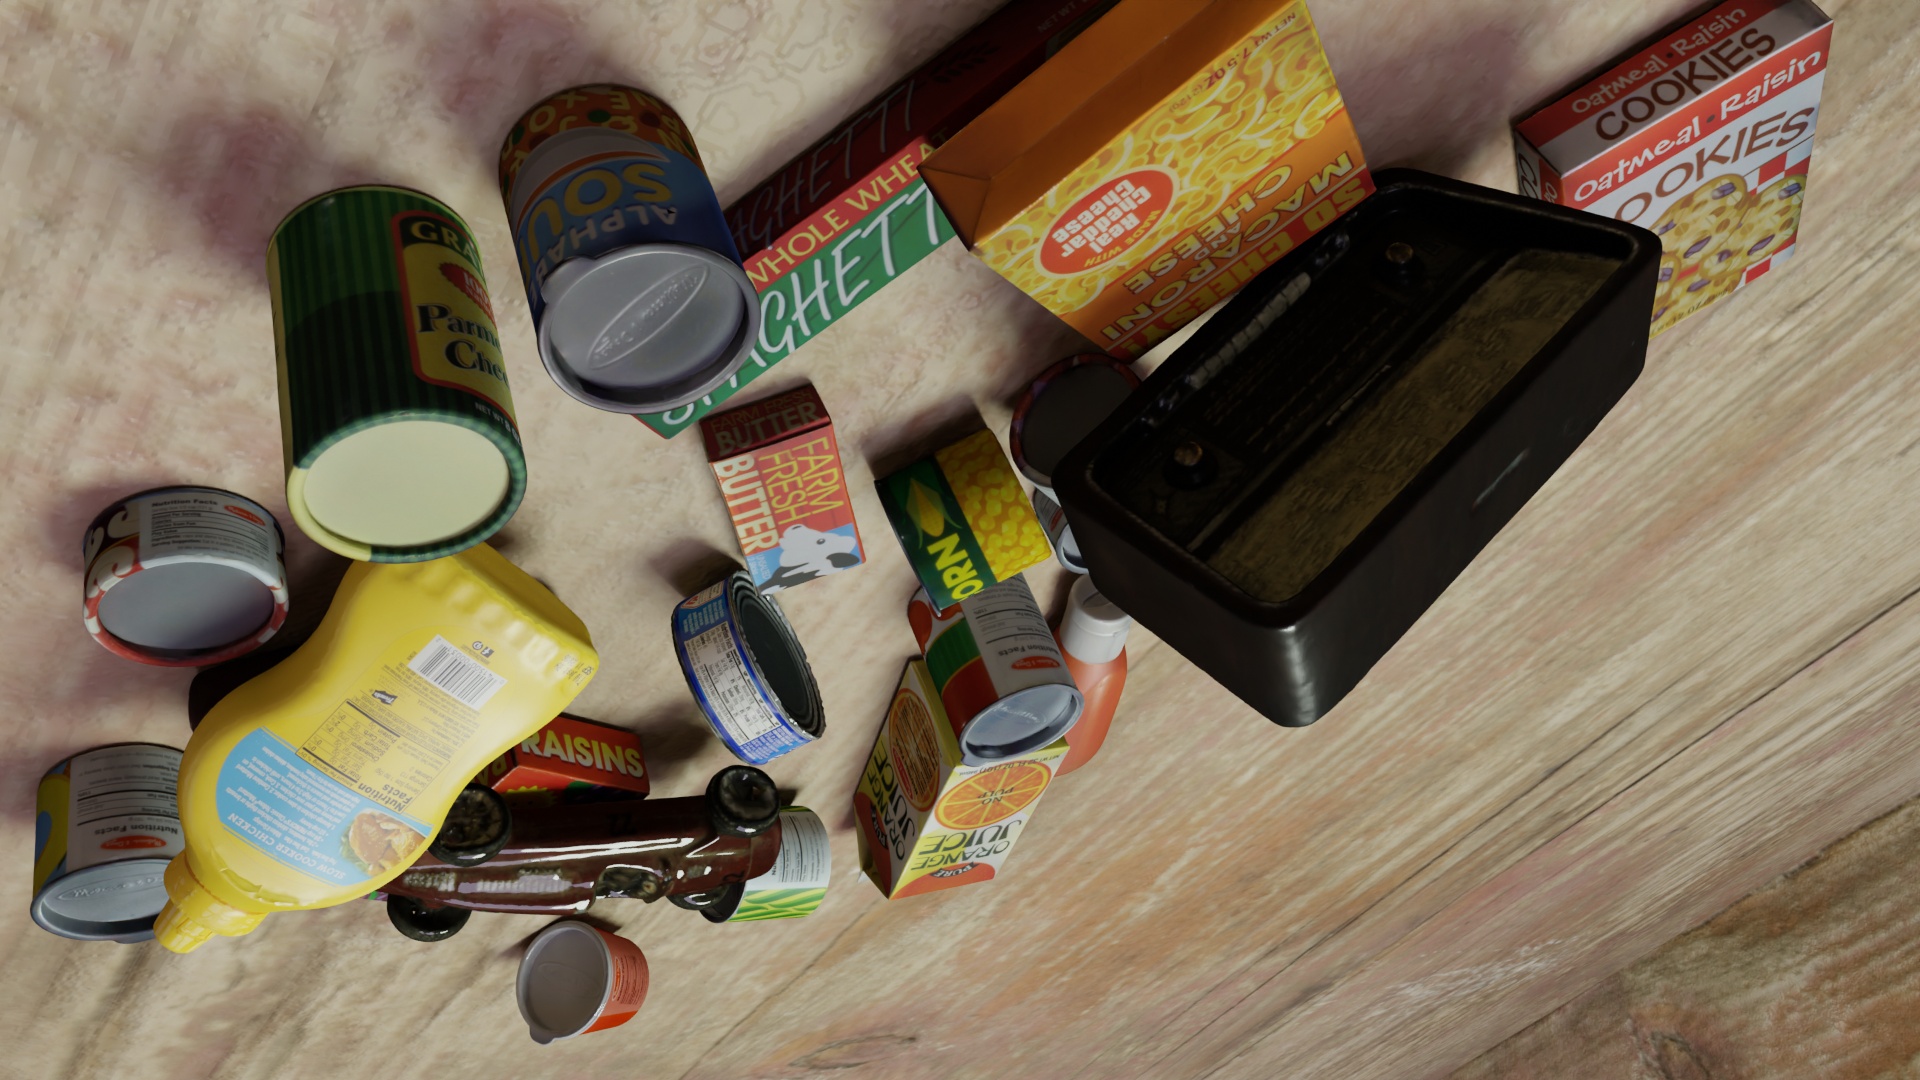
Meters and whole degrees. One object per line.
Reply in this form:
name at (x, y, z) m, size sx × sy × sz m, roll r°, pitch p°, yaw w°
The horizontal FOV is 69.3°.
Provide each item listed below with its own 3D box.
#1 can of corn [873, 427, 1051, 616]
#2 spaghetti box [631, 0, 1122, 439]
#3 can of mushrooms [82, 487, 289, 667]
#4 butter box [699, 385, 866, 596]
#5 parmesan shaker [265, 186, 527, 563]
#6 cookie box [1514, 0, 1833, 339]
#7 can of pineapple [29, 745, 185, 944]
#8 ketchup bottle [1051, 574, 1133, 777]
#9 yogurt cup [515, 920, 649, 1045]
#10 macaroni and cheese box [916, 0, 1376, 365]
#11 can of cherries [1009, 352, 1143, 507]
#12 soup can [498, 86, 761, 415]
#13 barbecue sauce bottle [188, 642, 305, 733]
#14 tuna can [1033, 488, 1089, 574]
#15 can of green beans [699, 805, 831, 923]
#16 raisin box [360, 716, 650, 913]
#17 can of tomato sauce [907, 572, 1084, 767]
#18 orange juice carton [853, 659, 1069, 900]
can of corn at (0.002, -0.008, 0.621) m, size 0.058 × 0.071 × 0.071 m, roll -26°, pitch 145°, yaw 1°
spaghetti box at (-0.028, -0.122, 0.491) m, size 0.249 × 0.029 × 0.050 m, roll -33°, pitch 145°, yaw 12°
can of mushrooms at (-0.285, 0.016, 0.512) m, size 0.071 × 0.033 × 0.070 m, roll -17°, pitch 144°, yaw -12°
butter box at (-0.075, -0.019, 0.601) m, size 0.053 × 0.024 × 0.103 m, roll -19°, pitch 145°, yaw -8°
parmesan shaker at (-0.174, -0.050, 0.431) m, size 0.071 × 0.103 × 0.071 m, roll -16°, pitch 144°, yaw -12°
cookie box at (0.326, -0.161, 0.646) m, size 0.123 × 0.040 × 0.167 m, roll -31°, pitch 146°, yaw 8°
can of pineapple at (-0.358, 0.130, 0.595) m, size 0.071 × 0.058 × 0.070 m, roll -16°, pitch 144°, yaw -12°
ketchup bottle at (0.068, 0.078, 0.794) m, size 0.065 × 0.043 × 0.148 m, roll -24°, pitch 147°, yaw -27°
yogurt cup at (-0.228, 0.270, 0.852) m, size 0.072 × 0.072 × 0.054 m, roll -32°, pitch 152°, yaw 10°
macaroni and cheese box at (0.075, -0.130, 0.494) m, size 0.123 × 0.040 × 0.166 m, roll -35°, pitch 162°, yaw 16°
can of cherries at (0.063, -0.044, 0.620) m, size 0.071 × 0.072 × 0.058 m, roll -36°, pitch 143°, yaw 15°
soup can at (-0.107, -0.093, 0.433) m, size 0.071 × 0.084 × 0.071 m, roll -16°, pitch 144°, yaw -12°
barbecue sauce bottle at (-0.239, 0.064, 0.592) m, size 0.149 × 0.044 × 0.064 m, roll -16°, pitch 133°, yaw -13°
tuna can at (0.074, -0.016, 0.686) m, size 0.071 × 0.033 × 0.070 m, roll -16°, pitch 144°, yaw -12°
can of green beans at (-0.117, 0.187, 0.807) m, size 0.058 × 0.071 × 0.071 m, roll 9°, pitch 133°, yaw -39°
raisin box at (-0.230, 0.137, 0.698) m, size 0.123 × 0.040 × 0.086 m, roll -38°, pitch 143°, yaw 20°
can of tomato sauce at (0.016, 0.062, 0.708) m, size 0.071 × 0.083 × 0.070 m, roll -16°, pitch 144°, yaw -12°
orange juice carton at (-0.009, 0.150, 0.818) m, size 0.072 × 0.073 × 0.191 m, roll -6°, pitch 141°, yaw -25°
